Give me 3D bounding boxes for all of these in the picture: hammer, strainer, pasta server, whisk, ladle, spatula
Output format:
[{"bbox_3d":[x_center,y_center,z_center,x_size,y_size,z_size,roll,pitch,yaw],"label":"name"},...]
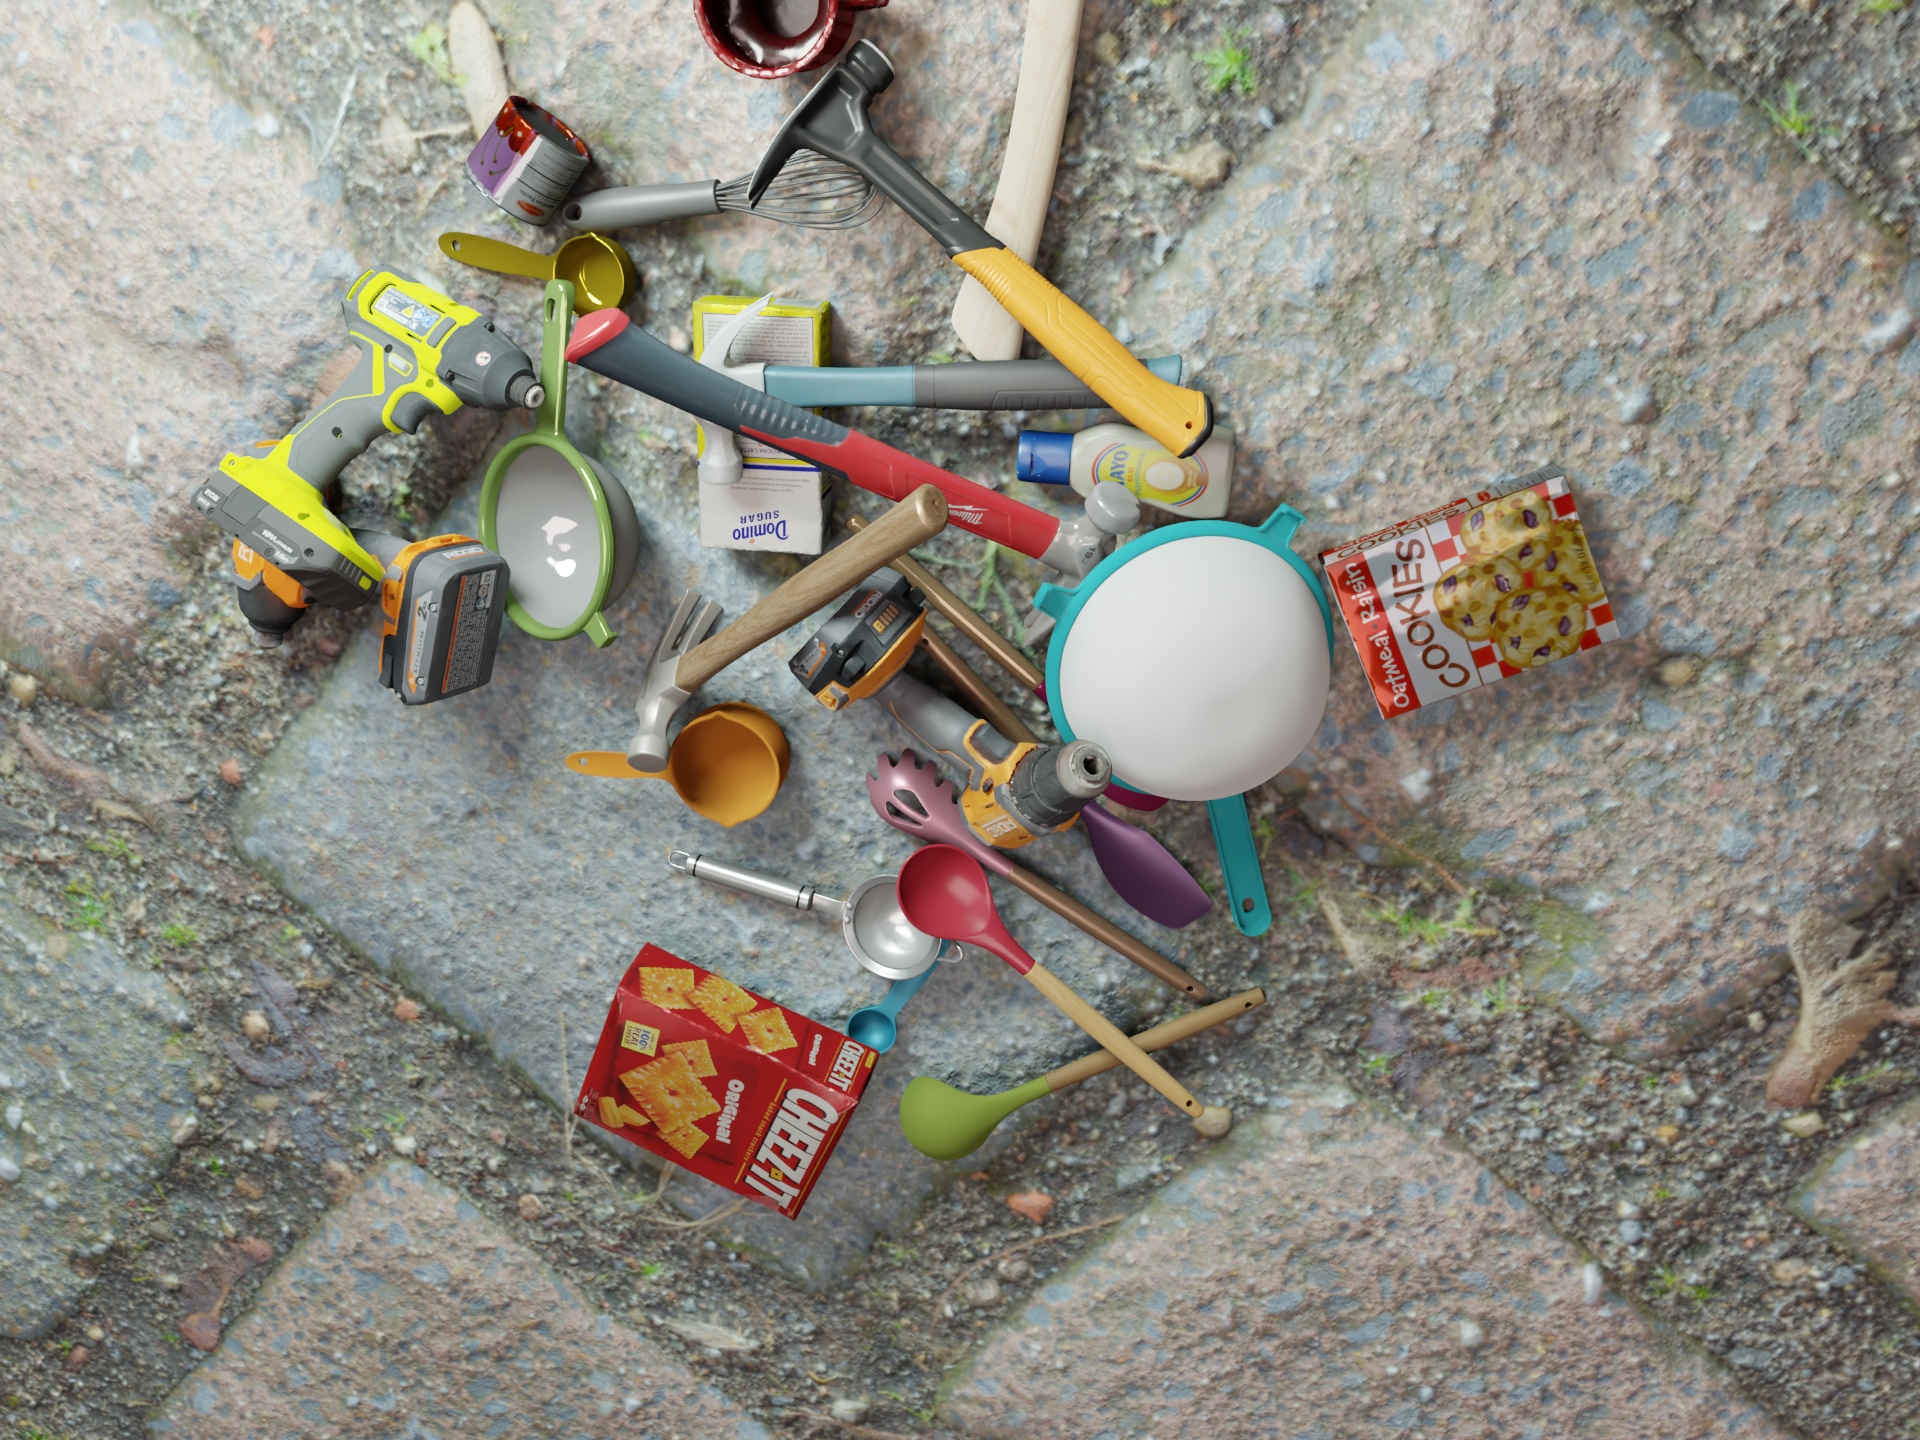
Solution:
[{"bbox_3d":[0.067,-0.434,1.020,0.146,0.038,0.410,12,112,4],"label":"hammer"},{"bbox_3d":[-0.278,-0.187,1.156,0.152,0.069,0.256,18,109,36],"label":"strainer"},{"bbox_3d":[-0.114,0.143,1.268,0.258,0.050,0.087,16,105,10],"label":"strainer"},{"bbox_3d":[-0.080,-0.167,1.068,0.386,0.038,0.143,21,134,-17],"label":"hammer"},{"bbox_3d":[0.187,0.031,1.118,0.211,0.095,0.340,-18,116,-2],"label":"strainer"},{"bbox_3d":[0.061,0.127,1.239,0.316,0.040,0.060,33,112,-7],"label":"pasta server"},{"bbox_3d":[0.024,-0.281,1.027,0.337,0.034,0.127,40,88,-3],"label":"hammer"},{"bbox_3d":[-0.017,-0.225,1.076,0.331,0.033,0.128,0,118,2],"label":"hammer"},{"bbox_3d":[-0.166,-0.356,1.089,0.239,0.055,0.055,-1,110,15],"label":"whisk"},{"bbox_3d":[0.095,0.276,1.286,0.320,0.062,0.078,-25,108,11],"label":"ladle"},{"bbox_3d":[0.072,0.043,1.208,0.059,0.018,0.316,-37,101,32],"label":"spatula"},{"bbox_3d":[-0.126,-0.077,1.103,0.031,0.130,0.331,28,140,-33],"label":"hammer"},{"bbox_3d":[0.073,0.207,1.229,0.315,0.031,0.069,42,85,-9],"label":"ladle"}]

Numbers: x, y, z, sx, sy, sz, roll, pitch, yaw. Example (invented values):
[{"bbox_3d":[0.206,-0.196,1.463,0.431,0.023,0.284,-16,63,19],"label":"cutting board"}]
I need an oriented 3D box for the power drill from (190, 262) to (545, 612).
[{"bbox_3d":[-0.405,-0.195,1.103,0.171,0.080,0.223,31,80,21],"label":"power drill"}]

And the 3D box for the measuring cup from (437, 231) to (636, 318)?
[{"bbox_3d":[-0.302,-0.328,1.137,0.156,0.029,0.062,17,114,16],"label":"measuring cup"}]

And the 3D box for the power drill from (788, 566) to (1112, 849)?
[{"bbox_3d":[-0.002,-0.004,1.125,0.226,0.185,0.084,43,67,-6],"label":"power drill"}]

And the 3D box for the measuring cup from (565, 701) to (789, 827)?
[{"bbox_3d":[-0.217,0.028,1.237,0.173,0.052,0.095,2,111,11],"label":"measuring cup"}]

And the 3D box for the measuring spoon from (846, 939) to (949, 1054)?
[{"bbox_3d":[-0.047,0.219,1.300,0.042,0.021,0.128,35,103,-5],"label":"measuring spoon"}]

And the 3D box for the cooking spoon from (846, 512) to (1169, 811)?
[{"bbox_3d":[0.039,-0.044,1.181,0.319,0.017,0.068,41,113,-7],"label":"cooking spoon"}]

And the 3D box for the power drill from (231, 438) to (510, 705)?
[{"bbox_3d":[-0.456,-0.097,1.196,0.226,0.084,0.164,27,115,20],"label":"power drill"}]
